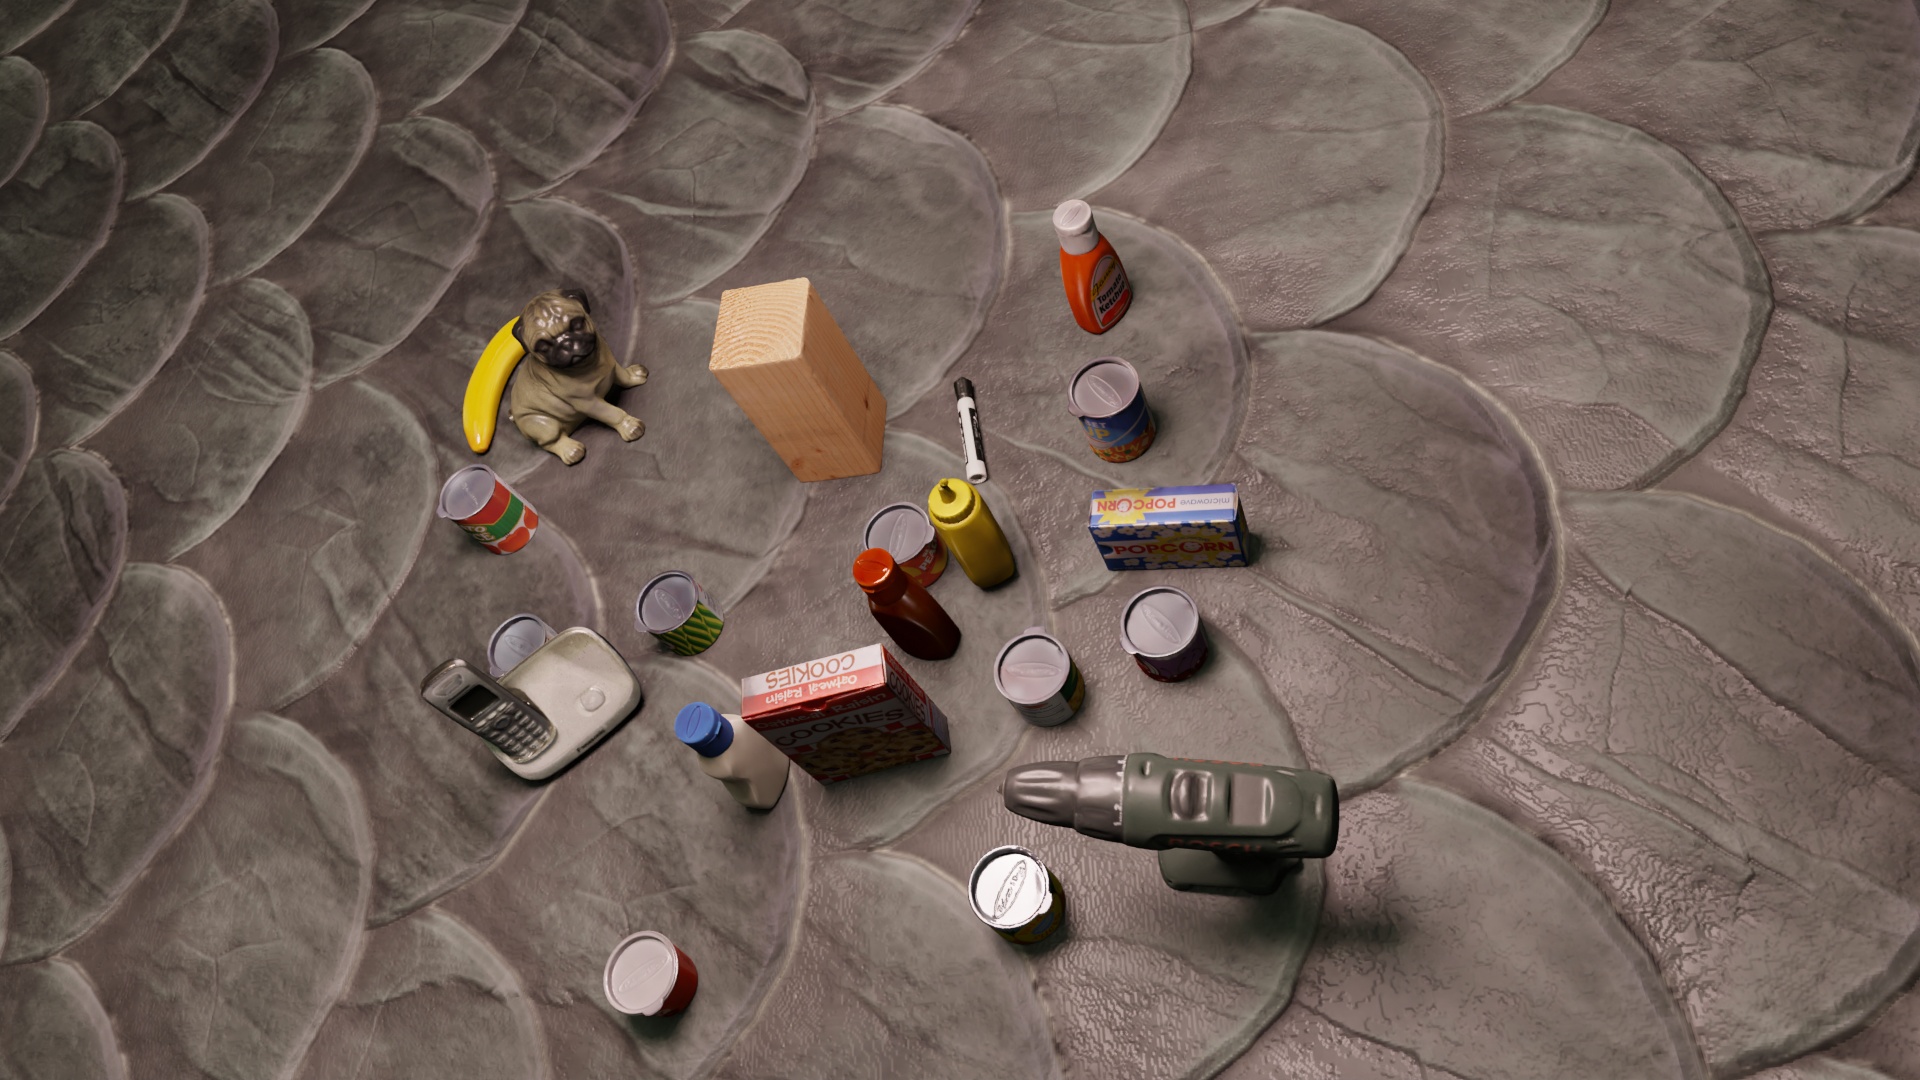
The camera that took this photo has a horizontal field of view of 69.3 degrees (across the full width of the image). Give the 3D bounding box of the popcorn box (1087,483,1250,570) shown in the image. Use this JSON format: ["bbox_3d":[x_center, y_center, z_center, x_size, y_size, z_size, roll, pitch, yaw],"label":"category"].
[{"bbox_3d":[0.182,-0.010,1.203,0.126,0.085,0.038,-2,62,19],"label":"popcorn box"}]

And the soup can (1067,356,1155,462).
[{"bbox_3d":[0.138,-0.118,1.281,0.071,0.083,0.071,-9,60,15],"label":"soup can"}]

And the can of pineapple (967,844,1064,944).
[{"bbox_3d":[0.046,0.283,1.103,0.071,0.057,0.071,-9,60,15],"label":"can of pineapple"}]

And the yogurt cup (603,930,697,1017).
[{"bbox_3d":[-0.257,0.368,1.166,0.072,0.053,0.073,-9,60,15],"label":"yogurt cup"}]

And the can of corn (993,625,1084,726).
[{"bbox_3d":[0.069,0.117,1.189,0.071,0.058,0.071,-9,60,15],"label":"can of corn"}]

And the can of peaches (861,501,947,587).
[{"bbox_3d":[-0.049,0.006,1.293,0.071,0.058,0.071,-9,60,15],"label":"can of peaches"}]

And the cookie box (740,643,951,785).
[{"bbox_3d":[-0.093,0.149,1.163,0.123,0.167,0.040,-16,58,11],"label":"cookie box"}]

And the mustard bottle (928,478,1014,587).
[{"bbox_3d":[0.004,-0.015,1.225,0.049,0.159,0.065,-27,57,4],"label":"mustard bottle"}]

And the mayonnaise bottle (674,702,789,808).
[{"bbox_3d":[-0.195,0.181,1.193,0.041,0.147,0.065,4,64,22],"label":"mayonnaise bottle"}]

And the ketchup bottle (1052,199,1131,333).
[{"bbox_3d":[0.123,-0.264,1.329,0.043,0.148,0.065,32,77,31],"label":"ketchup bottle"}]

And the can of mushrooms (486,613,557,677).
[{"bbox_3d":[-0.437,0.111,1.387,0.071,0.033,0.071,-9,60,15],"label":"can of mushrooms"}]

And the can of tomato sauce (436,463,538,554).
[{"bbox_3d":[-0.495,-0.030,1.457,0.071,0.083,0.071,-9,60,15],"label":"can of tomato sauce"}]

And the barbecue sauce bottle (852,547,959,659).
[{"bbox_3d":[-0.051,0.056,1.212,0.065,0.148,0.044,11,67,25],"label":"barbecue sauce bottle"}]

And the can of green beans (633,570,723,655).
[{"bbox_3d":[-0.270,0.070,1.335,0.071,0.057,0.071,-9,60,15],"label":"can of green beans"}]

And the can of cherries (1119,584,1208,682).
[{"bbox_3d":[0.171,0.080,1.173,0.071,0.058,0.072,-9,60,15],"label":"can of cherries"}]
